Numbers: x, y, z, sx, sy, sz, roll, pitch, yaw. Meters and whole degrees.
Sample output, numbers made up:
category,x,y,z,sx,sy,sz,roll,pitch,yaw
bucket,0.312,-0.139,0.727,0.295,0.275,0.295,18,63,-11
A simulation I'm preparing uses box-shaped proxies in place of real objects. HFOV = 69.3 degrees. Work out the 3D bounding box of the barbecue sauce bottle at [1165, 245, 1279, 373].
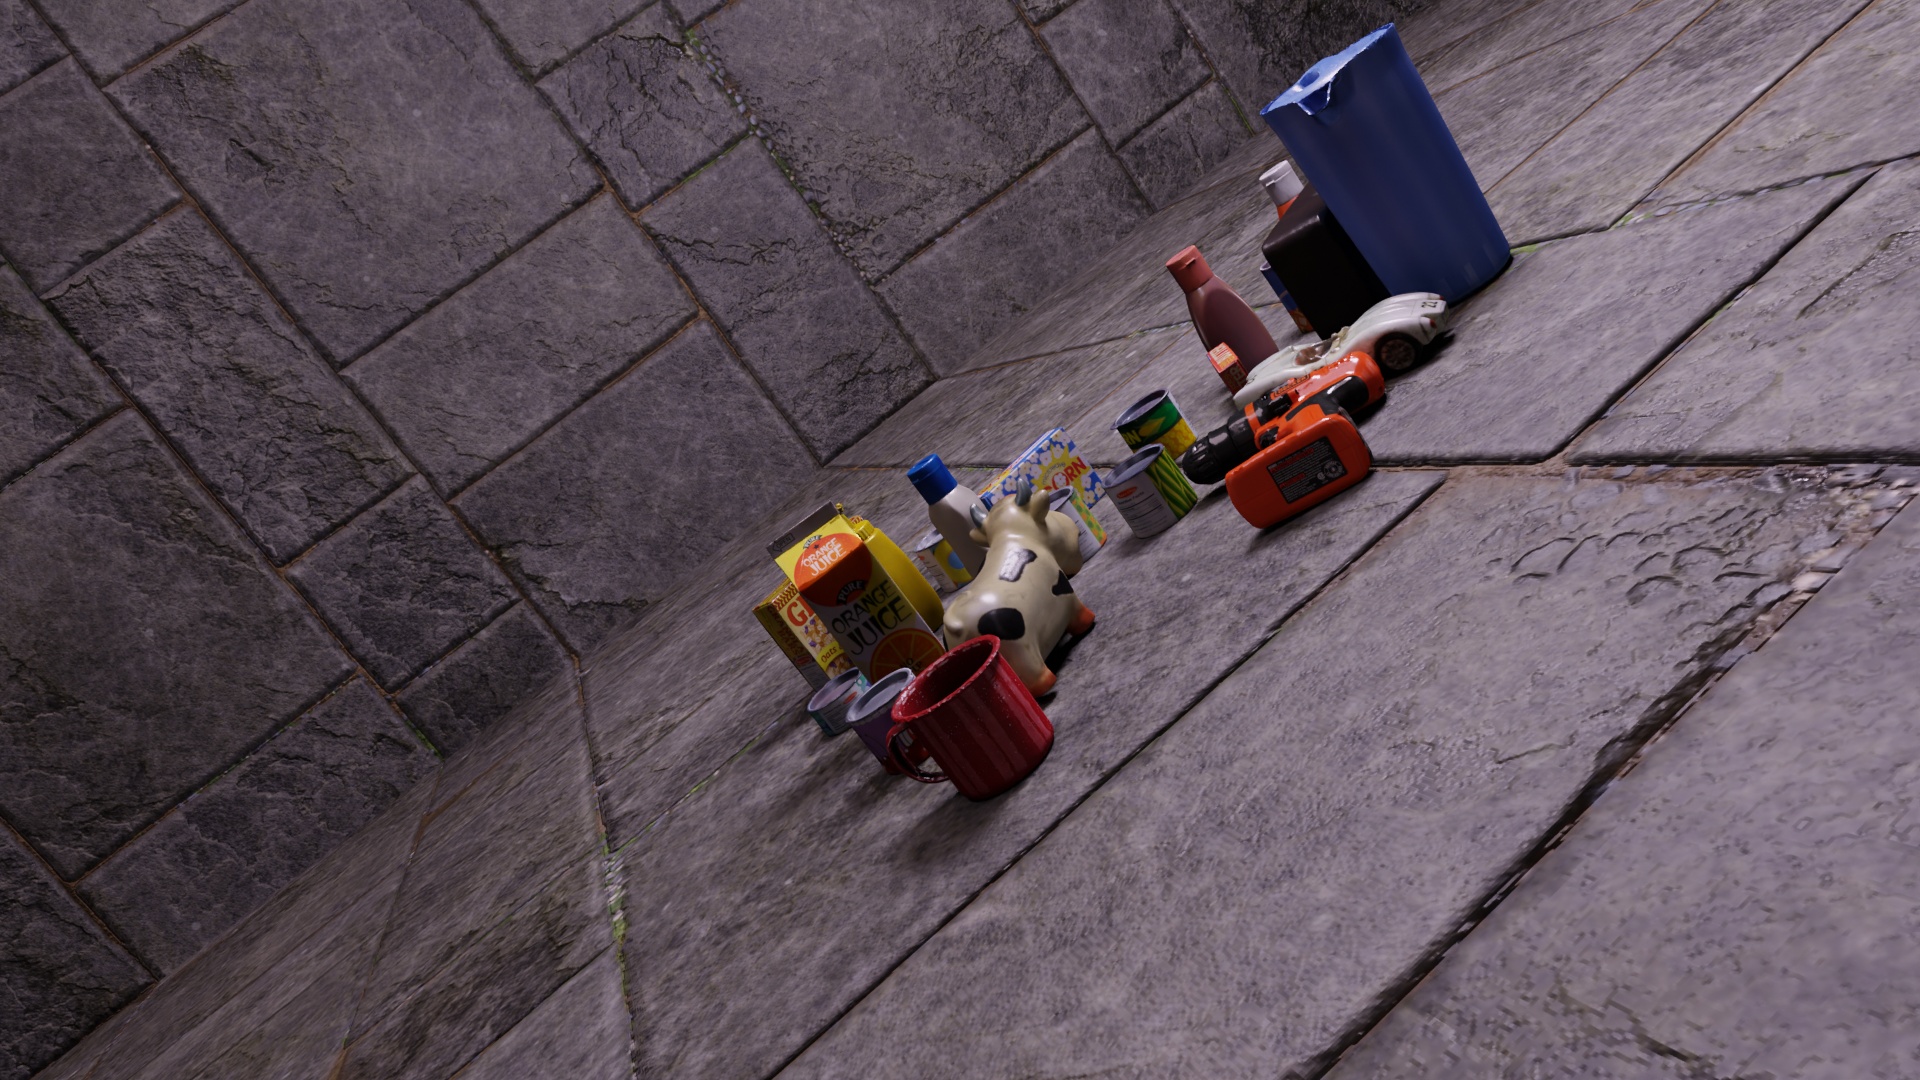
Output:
category,x,y,z,sx,sy,sz,roll,pitch,yaw
barbecue sauce bottle,0.272,-0.241,1.467,0.065,0.148,0.044,-37,12,-2

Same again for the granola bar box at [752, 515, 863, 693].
category,x,y,z,sx,sy,sz,roll,pitch,yaw
granola bar box,-0.125,0.070,1.455,0.039,0.124,0.166,-25,17,43

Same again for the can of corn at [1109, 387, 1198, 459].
category,x,y,z,sx,sy,sz,roll,pitch,yaw
can of corn,0.196,-0.111,1.406,0.071,0.058,0.071,-34,12,9

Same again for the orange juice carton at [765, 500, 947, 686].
category,x,y,z,sx,sy,sz,roll,pitch,yaw
orange juice carton,-0.085,0.060,1.221,0.072,0.192,0.073,-38,12,-6

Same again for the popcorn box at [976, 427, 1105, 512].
category,x,y,z,sx,sy,sz,roll,pitch,yaw
popcorn box,0.080,-0.045,1.415,0.127,0.085,0.038,-43,14,-28

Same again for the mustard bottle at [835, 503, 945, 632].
category,x,y,z,sx,sy,sz,roll,pitch,yaw
mustard bottle,-0.081,0.030,1.398,0.065,0.160,0.049,-21,19,51

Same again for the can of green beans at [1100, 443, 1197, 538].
category,x,y,z,sx,sy,sz,roll,pitch,yaw
can of green beans,0.168,-0.044,1.235,0.071,0.057,0.071,-34,12,9

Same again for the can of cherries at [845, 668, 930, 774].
category,x,y,z,sx,sy,sz,roll,pitch,yaw
can of cherries,-0.048,0.146,1.120,0.071,0.058,0.072,-34,12,9

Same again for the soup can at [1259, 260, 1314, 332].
category,x,y,z,sx,sy,sz,roll,pitch,yaw
soup can,0.368,-0.273,1.480,0.071,0.083,0.071,-35,12,9

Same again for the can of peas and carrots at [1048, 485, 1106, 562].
category,x,y,z,sx,sy,sz,roll,pitch,yaw
can of peas and carrots,0.095,-0.010,1.305,0.071,0.058,0.071,-34,12,9

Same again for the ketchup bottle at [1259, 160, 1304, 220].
category,x,y,z,sx,sy,sz,roll,pitch,yaw
ketchup bottle,0.393,-0.357,1.572,0.064,0.148,0.044,-21,19,51

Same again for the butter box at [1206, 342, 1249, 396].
category,x,y,z,sx,sy,sz,roll,pitch,yaw
butter box,0.277,-0.165,1.399,0.024,0.053,0.104,-34,12,12

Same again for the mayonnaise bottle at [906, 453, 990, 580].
category,x,y,z,sx,sy,sz,roll,pitch,yaw
mayonnaise bottle,0.005,-0.017,1.368,0.041,0.148,0.064,-45,14,-34

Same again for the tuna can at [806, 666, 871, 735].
category,x,y,z,sx,sy,sz,roll,pitch,yaw
tuna can,-0.111,0.153,1.324,0.071,0.033,0.071,-34,12,9

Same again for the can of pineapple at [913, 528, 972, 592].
category,x,y,z,sx,sy,sz,roll,pitch,yaw
can of pineapple,-0.006,0.013,1.497,0.071,0.058,0.071,-34,12,9
